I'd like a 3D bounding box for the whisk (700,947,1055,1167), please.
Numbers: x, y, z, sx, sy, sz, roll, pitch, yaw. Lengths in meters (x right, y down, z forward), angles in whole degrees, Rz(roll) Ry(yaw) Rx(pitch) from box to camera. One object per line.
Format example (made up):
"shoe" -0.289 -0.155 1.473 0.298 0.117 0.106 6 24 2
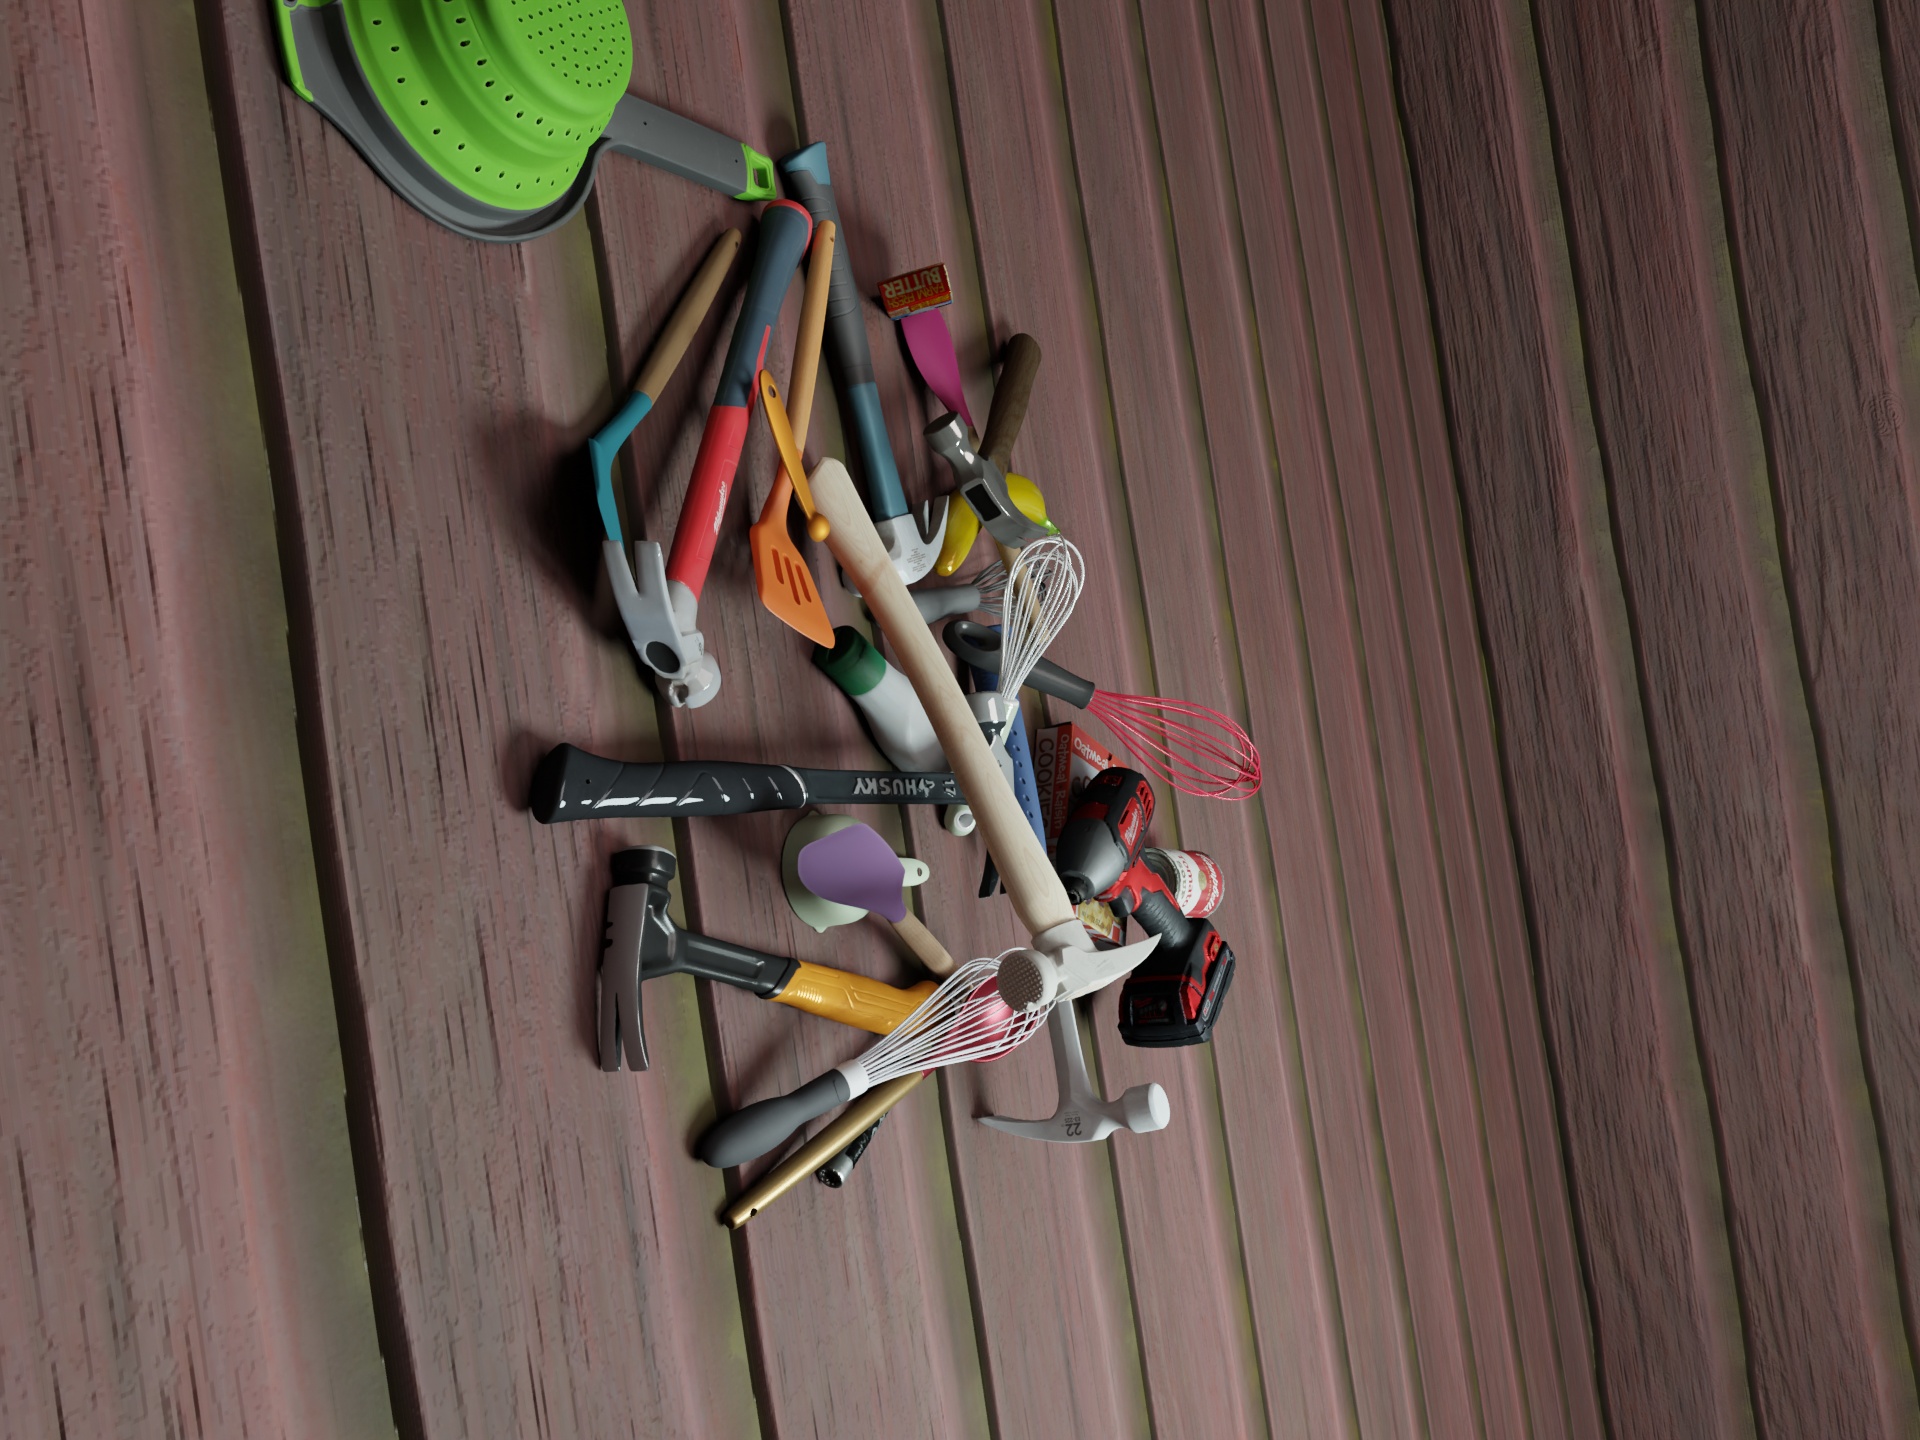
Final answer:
"whisk" -0.047 0.217 1.023 0.284 0.070 0.070 -20 100 -38

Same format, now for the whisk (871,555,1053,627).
"whisk" 0.003 -0.098 1.266 0.239 0.055 0.055 -18 97 -54

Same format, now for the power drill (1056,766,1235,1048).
"power drill" 0.147 0.163 1.328 0.219 0.078 0.143 63 36 -24

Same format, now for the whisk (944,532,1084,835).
"whisk" 0.035 -0.024 1.198 0.057 0.059 0.246 12 107 -24

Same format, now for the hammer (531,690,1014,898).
"hammer" -0.096 0.047 1.012 0.408 0.036 0.149 3 75 -50

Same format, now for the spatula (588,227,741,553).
"spatula" -0.180 -0.213 0.989 0.082 0.044 0.318 83 18 -49

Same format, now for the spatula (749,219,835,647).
"spatula" -0.104 -0.205 1.080 0.081 0.041 0.323 33 57 -52

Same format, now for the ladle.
"ladle" -0.045 0.250 1.066 0.315 0.031 0.069 -28 118 -48

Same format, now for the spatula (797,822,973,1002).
"spatula" -0.038 0.141 1.084 0.315 0.060 0.018 57 10 -58

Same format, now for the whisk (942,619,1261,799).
"whisk" 0.117 -0.011 1.258 0.295 0.073 0.073 25 55 -15

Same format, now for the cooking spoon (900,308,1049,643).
"cooking spoon" 0.013 -0.210 1.275 0.068 0.017 0.319 -5 73 -57

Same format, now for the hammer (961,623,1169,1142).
"hammer" 0.051 0.123 1.236 0.035 0.144 0.406 20 56 -62

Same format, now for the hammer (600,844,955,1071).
"hammer" -0.103 0.177 1.020 0.336 0.034 0.127 28 58 -53

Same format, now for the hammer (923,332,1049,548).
"hammer" 0.038 -0.245 1.298 0.130 0.031 0.331 57 24 -23

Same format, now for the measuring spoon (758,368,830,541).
"measuring spoon" -0.106 -0.171 1.027 0.021 0.011 0.116 -49 125 -56

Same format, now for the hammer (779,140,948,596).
"hammer" -0.078 -0.262 1.182 0.128 0.033 0.331 -25 103 -58

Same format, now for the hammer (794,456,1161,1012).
"hammer" -0.002 -0.003 1.079 0.146 0.038 0.411 -6 63 -51

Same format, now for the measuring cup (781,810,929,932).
"measuring cup" -0.058 0.104 1.108 0.167 0.038 0.083 9 75 -56

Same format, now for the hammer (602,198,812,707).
"hammer" -0.149 -0.206 1.008 0.143 0.038 0.387 80 15 -56

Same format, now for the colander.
"colander" -0.206 -0.378 0.938 0.397 0.094 0.204 -5 86 -59
